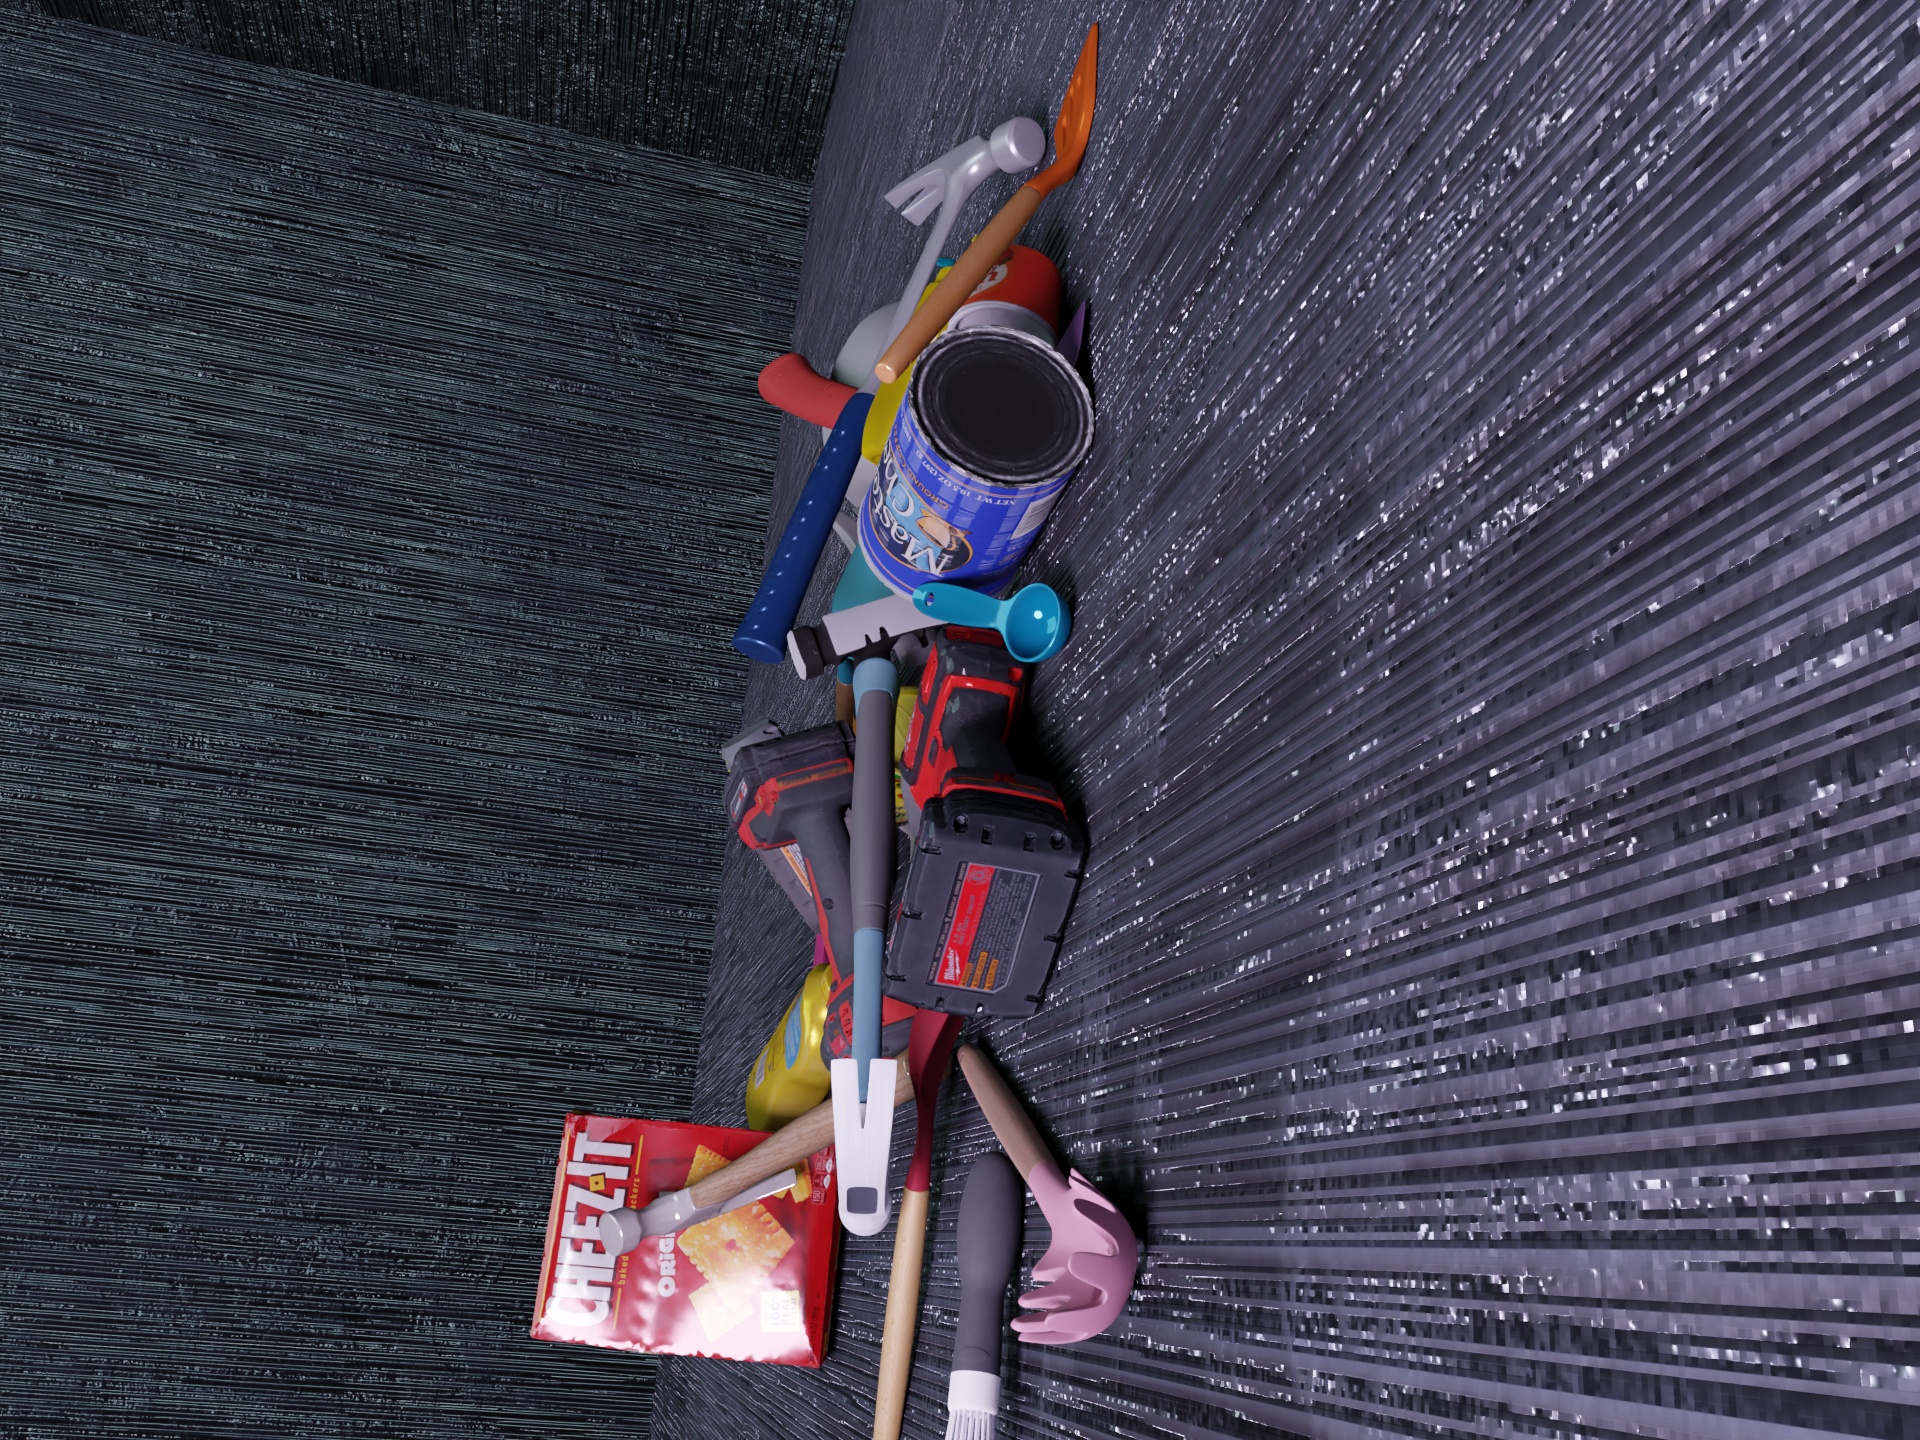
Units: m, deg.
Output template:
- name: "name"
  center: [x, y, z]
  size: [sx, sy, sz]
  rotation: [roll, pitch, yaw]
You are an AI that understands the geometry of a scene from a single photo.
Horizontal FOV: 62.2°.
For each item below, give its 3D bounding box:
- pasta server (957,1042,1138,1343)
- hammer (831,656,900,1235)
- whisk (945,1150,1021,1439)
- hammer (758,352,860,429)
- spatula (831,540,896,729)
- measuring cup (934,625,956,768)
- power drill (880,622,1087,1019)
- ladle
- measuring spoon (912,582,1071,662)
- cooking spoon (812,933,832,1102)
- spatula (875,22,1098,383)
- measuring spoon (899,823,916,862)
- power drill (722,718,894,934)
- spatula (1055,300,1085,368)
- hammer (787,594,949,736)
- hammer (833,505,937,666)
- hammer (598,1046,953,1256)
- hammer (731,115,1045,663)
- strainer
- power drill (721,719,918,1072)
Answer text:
- name: "pasta server"
  center: [0.025, 0.194, 0.716]
  size: [0.316, 0.040, 0.060]
  rotation: [-153, 84, -79]
- name: "hammer"
  center: [-0.052, 0.113, 0.915]
  size: [0.128, 0.033, 0.331]
  rotation: [94, 176, -59]
- name: "whisk"
  center: [0.004, 0.327, 0.691]
  size: [0.070, 0.070, 0.285]
  rotation: [117, 164, -56]
- name: "hammer"
  center: [-0.074, -0.213, 1.157]
  size: [0.149, 0.036, 0.359]
  rotation: [-62, 33, 4]
- name: "spatula"
  center: [-0.075, -0.023, 1.205]
  size: [0.317, 0.044, 0.082]
  rotation: [99, 147, -62]
- name: "measuring cup"
  center: [-0.002, -0.003, 0.960]
  size: [0.062, 0.029, 0.156]
  rotation: [-71, -7, -53]
- name: "power drill"
  center: [0.003, 0.053, 0.844]
  size: [0.220, 0.078, 0.143]
  rotation: [-97, 20, -62]
- name: "ladle"
  center: [-0.026, 0.289, 0.906]
  size: [0.069, 0.031, 0.315]
  rotation: [-20, -61, -71]
- name: "measuring spoon"
  center: [0.018, -0.058, 0.868]
  size: [0.129, 0.021, 0.042]
  rotation: [18, 95, 51]
- name: "cooking spoon"
  center: [-0.116, 0.265, 1.385]
  size: [0.319, 0.017, 0.068]
  rotation: [-103, 27, -63]
- name: "spatula"
  center: [0.022, -0.296, 0.926]
  size: [0.323, 0.041, 0.081]
  rotation: [-58, -4, -36]
- name: "measuring spoon"
  center: [-0.039, 0.100, 1.141]
  size: [0.034, 0.018, 0.124]
  rotation: [112, 162, -47]
- name: "power drill"
  center: [-0.124, 0.091, 1.299]
  size: [0.171, 0.080, 0.223]
  rotation: [59, 173, -11]
- name: "spatula"
  center: [0.026, -0.149, 1.016]
  size: [0.315, 0.018, 0.060]
  rotation: [122, 159, -61]
- name: "hammer"
  center: [-0.055, -0.006, 1.142]
  size: [0.336, 0.127, 0.034]
  rotation: [100, 150, -69]
- name: "hammer"
  center: [-0.079, -0.034, 1.292]
  size: [0.334, 0.035, 0.146]
  rotation: [108, 142, -60]
- name: "hammer"
  center: [-0.109, 0.277, 1.038]
  size: [0.331, 0.130, 0.031]
  rotation: [-40, 67, 42]
- name: "hammer"
  center: [-0.062, -0.225, 1.076]
  size: [0.144, 0.035, 0.406]
  rotation: [-1, 63, 53]
- name: "strainer"
  center: [-0.059, -0.204, 1.261]
  size: [0.210, 0.095, 0.341]
  rotation: [113, 160, -48]
- name: "power drill"
  center: [-0.088, 0.133, 1.071]
  size: [0.187, 0.080, 0.227]
  rotation: [124, 128, -65]
